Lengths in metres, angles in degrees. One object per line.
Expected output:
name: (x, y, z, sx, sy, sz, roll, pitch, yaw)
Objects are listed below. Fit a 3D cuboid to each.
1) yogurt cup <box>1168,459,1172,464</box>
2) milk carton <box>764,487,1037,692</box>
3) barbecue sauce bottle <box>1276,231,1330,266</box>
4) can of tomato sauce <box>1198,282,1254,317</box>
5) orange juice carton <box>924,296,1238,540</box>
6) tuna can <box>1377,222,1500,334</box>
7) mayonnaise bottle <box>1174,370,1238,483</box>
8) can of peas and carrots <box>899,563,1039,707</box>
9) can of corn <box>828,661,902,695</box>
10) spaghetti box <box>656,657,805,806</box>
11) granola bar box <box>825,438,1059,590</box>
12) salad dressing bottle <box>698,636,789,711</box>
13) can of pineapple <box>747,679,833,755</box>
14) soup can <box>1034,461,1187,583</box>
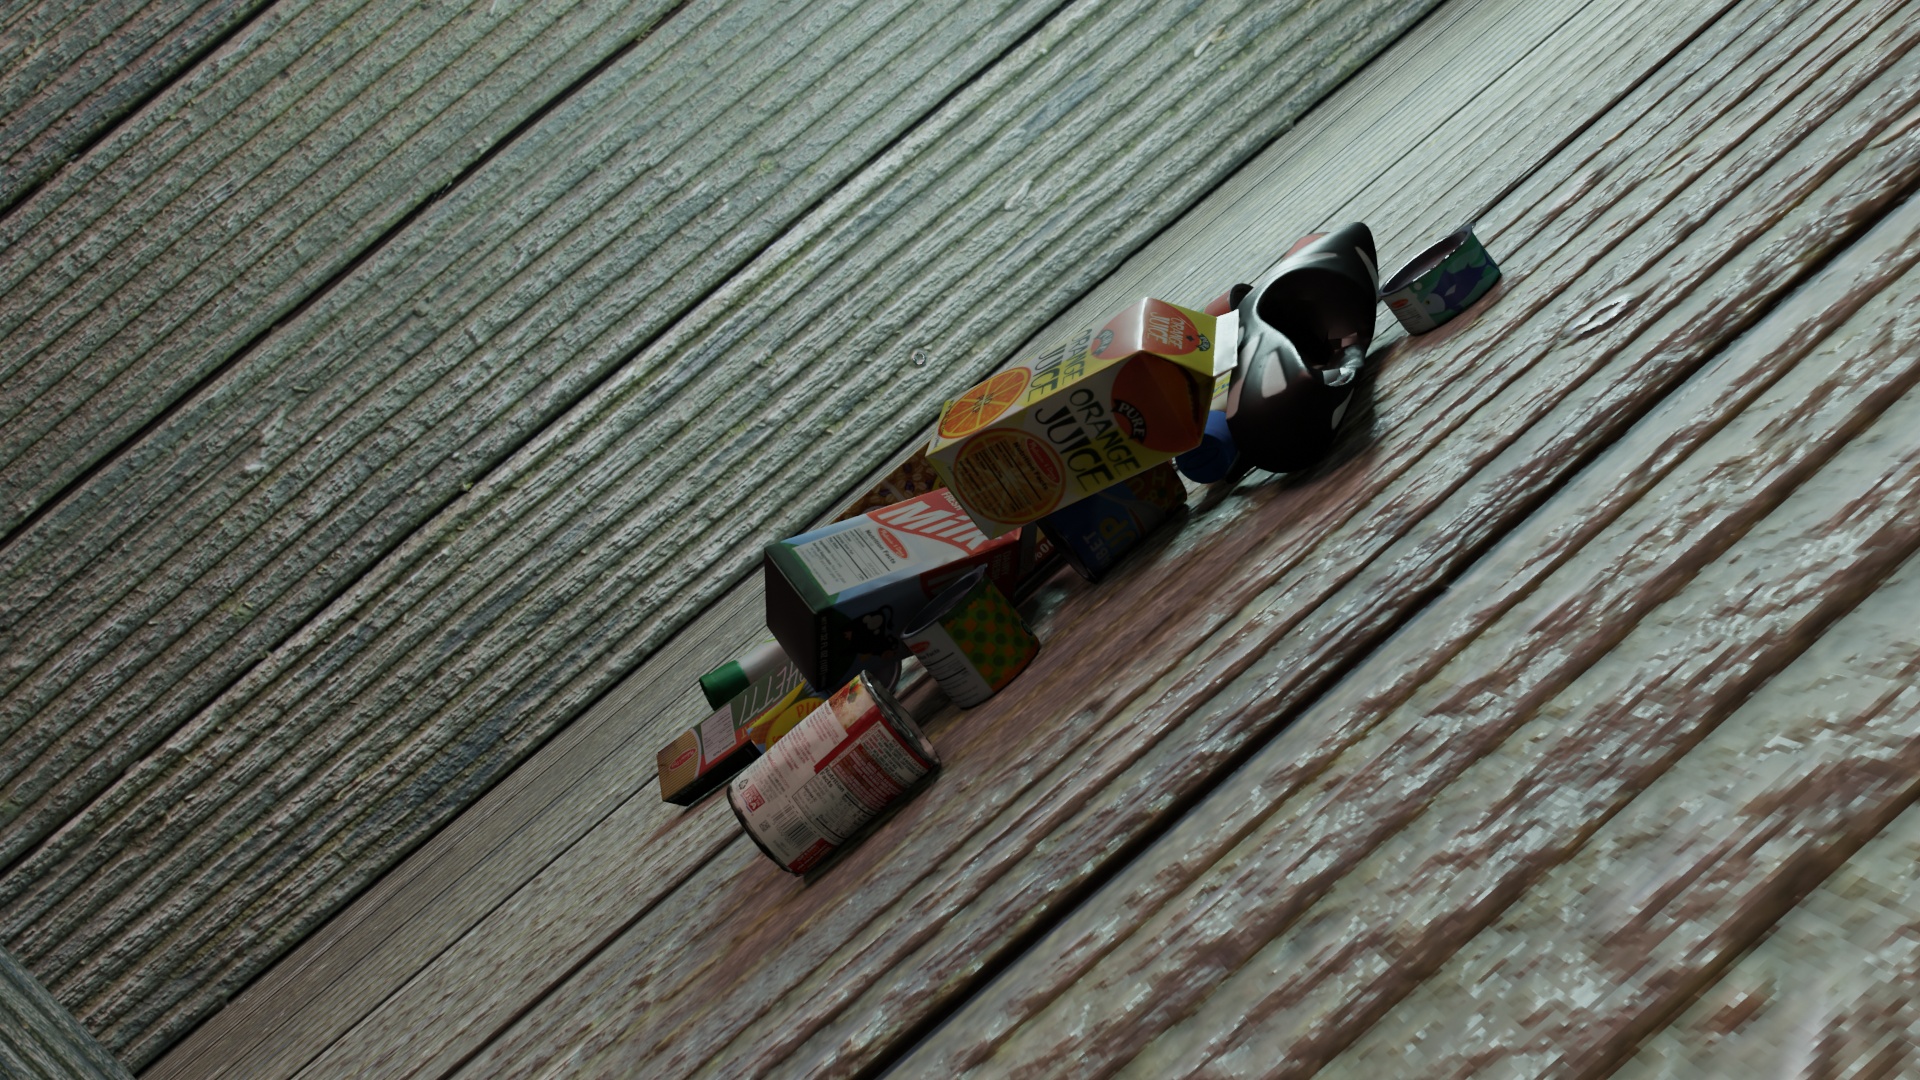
yogurt cup: (0.120, -0.063, 1.028, 0.072, 0.054, 0.072, -39, 8, 6)
milk carton: (-0.028, 0.022, 0.918, 0.191, 0.073, 0.072, -20, -45, -26)
barbecue sauce bottle: (0.261, -0.185, 1.067, 0.065, 0.043, 0.149, 13, 44, 31)
can of tomato sauce: (0.207, -0.156, 1.105, 0.082, 0.071, 0.071, -33, 10, 43)
orange juice carton: (0.081, -0.080, 0.837, 0.192, 0.073, 0.072, -25, 26, 26)
tuna can: (0.296, -0.160, 0.853, 0.071, 0.033, 0.071, -38, 8, 7)
mayonnaise bottle: (0.181, -0.086, 0.927, 0.064, 0.041, 0.149, -31, 11, 37)
can of peas and carrots: (0.008, 0.059, 0.852, 0.071, 0.058, 0.071, -38, 8, 6)
can of corn: (-0.085, 0.092, 1.041, 0.071, 0.071, 0.058, -41, 7, -14)
spaghetti box: (-0.161, 0.144, 1.160, 0.249, 0.028, 0.050, -35, 50, 24)
granola bar box: (0.004, -0.013, 1.014, 0.166, 0.124, 0.039, -41, -10, -9)
salad dressing bottle: (-0.168, 0.110, 1.288, 0.148, 0.044, 0.064, -27, 5, -19)
can of pineapple: (-0.096, 0.129, 0.902, 0.058, 0.071, 0.071, -41, 8, -8)
soup can: (0.096, -0.023, 0.894, 0.084, 0.071, 0.071, -39, 8, -4)
